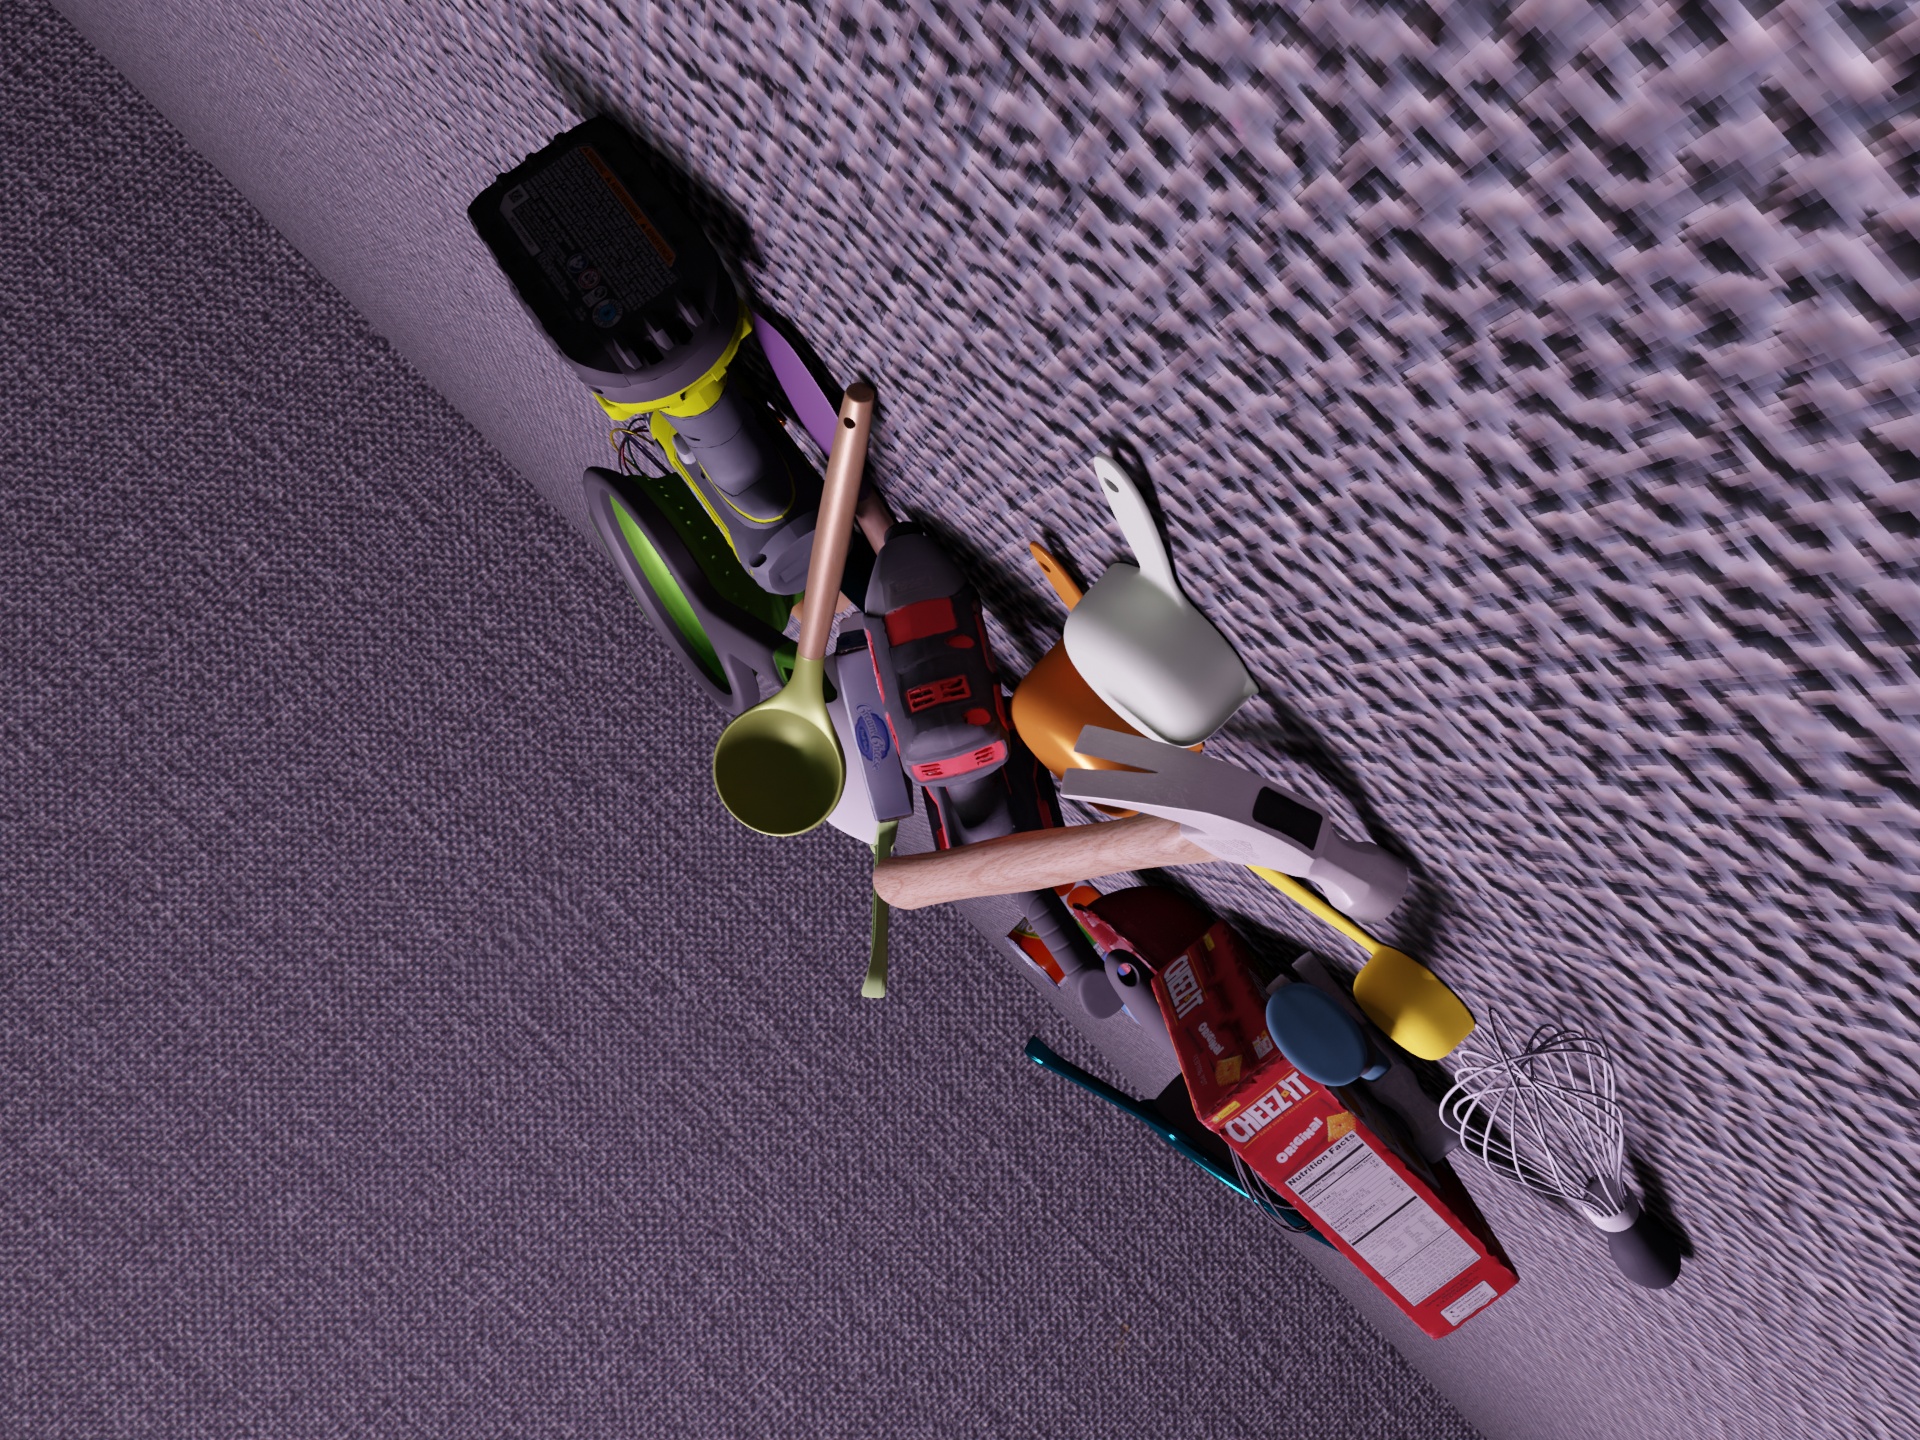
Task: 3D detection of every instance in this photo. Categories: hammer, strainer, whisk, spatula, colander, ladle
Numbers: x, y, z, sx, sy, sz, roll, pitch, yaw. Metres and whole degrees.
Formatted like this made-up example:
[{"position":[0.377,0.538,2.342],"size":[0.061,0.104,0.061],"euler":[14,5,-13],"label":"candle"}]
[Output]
[{"position":[0.017,0.072,1.135],"size":[0.335,0.035,0.146],"euler":[55,176,30],"label":"hammer"},{"position":[-0.075,0.055,1.006],"size":[0.069,0.257,0.151],"euler":[5,144,-7],"label":"strainer"},{"position":[0.276,0.199,0.696],"size":[0.070,0.070,0.284],"euler":[36,173,46],"label":"whisk"},{"position":[-0.186,-0.150,1.248],"size":[0.244,0.047,0.051],"euler":[45,-147,-40],"label":"whisk"},{"position":[0.166,0.241,1.032],"size":[0.239,0.055,0.055],"euler":[52,170,-10],"label":"whisk"},{"position":[-0.080,-0.088,1.030],"size":[0.082,0.044,0.317],"euler":[46,173,-3],"label":"spatula"},{"position":[0.189,0.160,0.773],"size":[0.128,0.033,0.330],"euler":[49,-175,22],"label":"hammer"},{"position":[-0.045,-0.107,0.853],"size":[0.060,0.018,0.315],"euler":[45,172,31],"label":"spatula"},{"position":[0.044,0.062,0.742],"size":[0.130,0.031,0.331],"euler":[30,157,-22],"label":"hammer"},{"position":[-0.140,-0.091,1.075],"size":[0.397,0.094,0.204],"euler":[30,149,58],"label":"colander"},{"position":[-0.078,-0.044,0.811],"size":[0.078,0.062,0.320],"euler":[25,144,5],"label":"ladle"},{"position":[0.195,0.273,1.147],"size":[0.340,0.095,0.211],"euler":[33,177,-25],"label":"strainer"}]

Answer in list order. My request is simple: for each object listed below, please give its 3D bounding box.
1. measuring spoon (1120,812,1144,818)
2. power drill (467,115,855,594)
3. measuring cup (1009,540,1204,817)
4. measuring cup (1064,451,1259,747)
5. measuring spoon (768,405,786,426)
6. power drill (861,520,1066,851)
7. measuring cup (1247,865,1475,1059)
[{"position":[0.106,0.032,0.837],"size":[0.042,0.021,0.128],"euler":[44,163,0],"label":"measuring spoon"},{"position":[-0.143,-0.178,0.770],"size":[0.191,0.080,0.228],"euler":[53,178,20],"label":"power drill"},{"position":[0.049,-0.015,0.723],"size":[0.095,0.052,0.173],"euler":[38,172,37],"label":"measuring cup"},{"position":[0.061,-0.041,0.586],"size":[0.083,0.038,0.167],"euler":[40,173,29],"label":"measuring cup"},{"position":[-0.137,-0.196,0.902],"size":[0.117,0.011,0.021],"euler":[36,168,28],"label":"measuring spoon"},{"position":[-0.001,-0.003,0.864],"size":[0.219,0.078,0.143],"euler":[68,-174,-61],"label":"power drill"},{"position":[0.179,0.110,0.782],"size":[0.157,0.029,0.062],"euler":[38,170,26],"label":"measuring cup"}]
